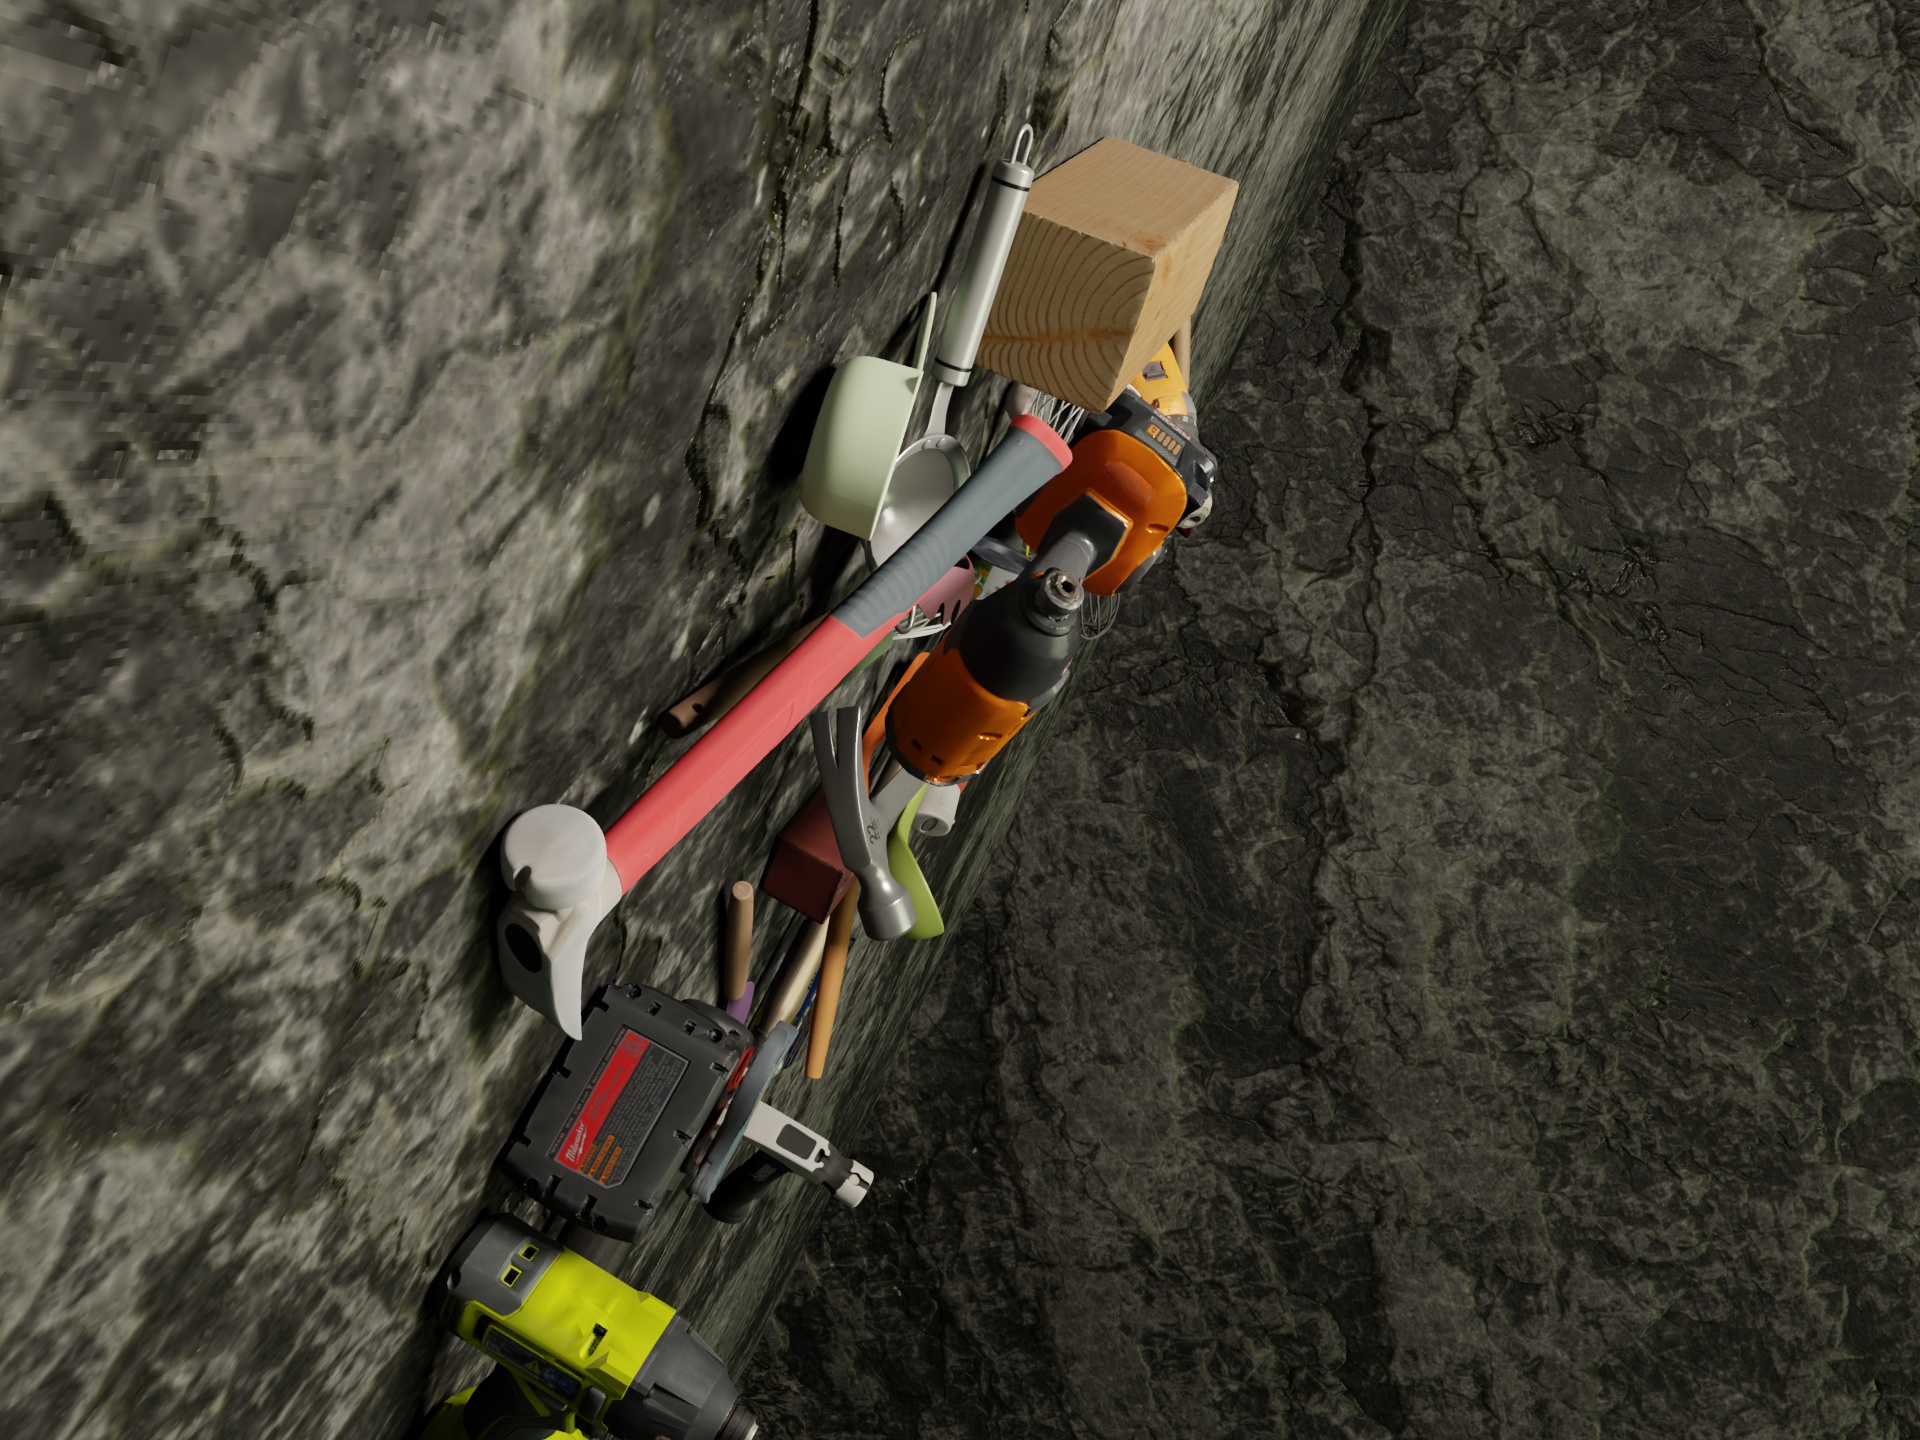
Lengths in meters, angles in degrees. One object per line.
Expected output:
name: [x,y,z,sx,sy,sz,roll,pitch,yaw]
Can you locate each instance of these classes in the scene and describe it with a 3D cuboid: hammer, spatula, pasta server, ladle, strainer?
hammer: [-0.002,-0.004,1.129,0.405,0.035,0.144,-49,126,-61]
hammer: [-0.065,-0.019,0.733,0.386,0.038,0.143,-48,165,-35]
spatula: [-0.071,0.105,1.175,0.081,0.041,0.322,30,71,-83]
pasta server: [-0.065,-0.046,0.827,0.040,0.060,0.316,-48,176,32]
spatula: [-0.154,0.176,1.099,0.060,0.018,0.315,-61,174,-29]
hammer: [-0.078,0.099,1.251,0.411,0.038,0.146,-64,178,-8]
ladle: [-0.008,0.016,1.192,0.078,0.062,0.320,81,21,-56]
strainer: [-0.008,-0.168,0.796,0.087,0.050,0.258,-16,132,-53]
hammer: [-0.184,0.392,1.380,0.035,0.146,0.334,-58,-177,-30]

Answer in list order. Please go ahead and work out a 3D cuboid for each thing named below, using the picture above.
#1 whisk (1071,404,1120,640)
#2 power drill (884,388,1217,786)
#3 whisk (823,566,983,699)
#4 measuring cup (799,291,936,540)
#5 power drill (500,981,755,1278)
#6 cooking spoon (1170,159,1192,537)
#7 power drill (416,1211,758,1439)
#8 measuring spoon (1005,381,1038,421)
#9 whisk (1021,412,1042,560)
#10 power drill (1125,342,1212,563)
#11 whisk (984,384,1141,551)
whisk: [0.103,-0.179,1.290,0.055,0.055,0.239,-47,137,-66]
power drill: [0.055,-0.080,0.859,0.227,0.084,0.164,-55,-176,-37]
whisk: [-0.047,-0.054,0.939,0.246,0.058,0.059,-44,137,-59]
measuring cup: [-0.039,-0.151,0.716,0.083,0.038,0.168,112,-8,-45]
power drill: [-0.186,0.240,0.888,0.188,0.080,0.226,-62,176,-15]
cooking spoon: [0.183,-0.302,1.328,0.069,0.017,0.318,-121,-157,-56]
power drill: [-0.207,0.375,0.842,0.080,0.171,0.223,-53,171,-53]
measuring spoon: [0.021,-0.185,1.090,0.124,0.018,0.034,-60,179,34]
whisk: [0.055,-0.173,1.251,0.047,0.051,0.244,-56,168,-13]
power drill: [0.149,-0.205,1.335,0.226,0.084,0.185,103,-27,-65]
whisk: [0.060,-0.172,1.142,0.070,0.070,0.284,-60,-178,-25]
